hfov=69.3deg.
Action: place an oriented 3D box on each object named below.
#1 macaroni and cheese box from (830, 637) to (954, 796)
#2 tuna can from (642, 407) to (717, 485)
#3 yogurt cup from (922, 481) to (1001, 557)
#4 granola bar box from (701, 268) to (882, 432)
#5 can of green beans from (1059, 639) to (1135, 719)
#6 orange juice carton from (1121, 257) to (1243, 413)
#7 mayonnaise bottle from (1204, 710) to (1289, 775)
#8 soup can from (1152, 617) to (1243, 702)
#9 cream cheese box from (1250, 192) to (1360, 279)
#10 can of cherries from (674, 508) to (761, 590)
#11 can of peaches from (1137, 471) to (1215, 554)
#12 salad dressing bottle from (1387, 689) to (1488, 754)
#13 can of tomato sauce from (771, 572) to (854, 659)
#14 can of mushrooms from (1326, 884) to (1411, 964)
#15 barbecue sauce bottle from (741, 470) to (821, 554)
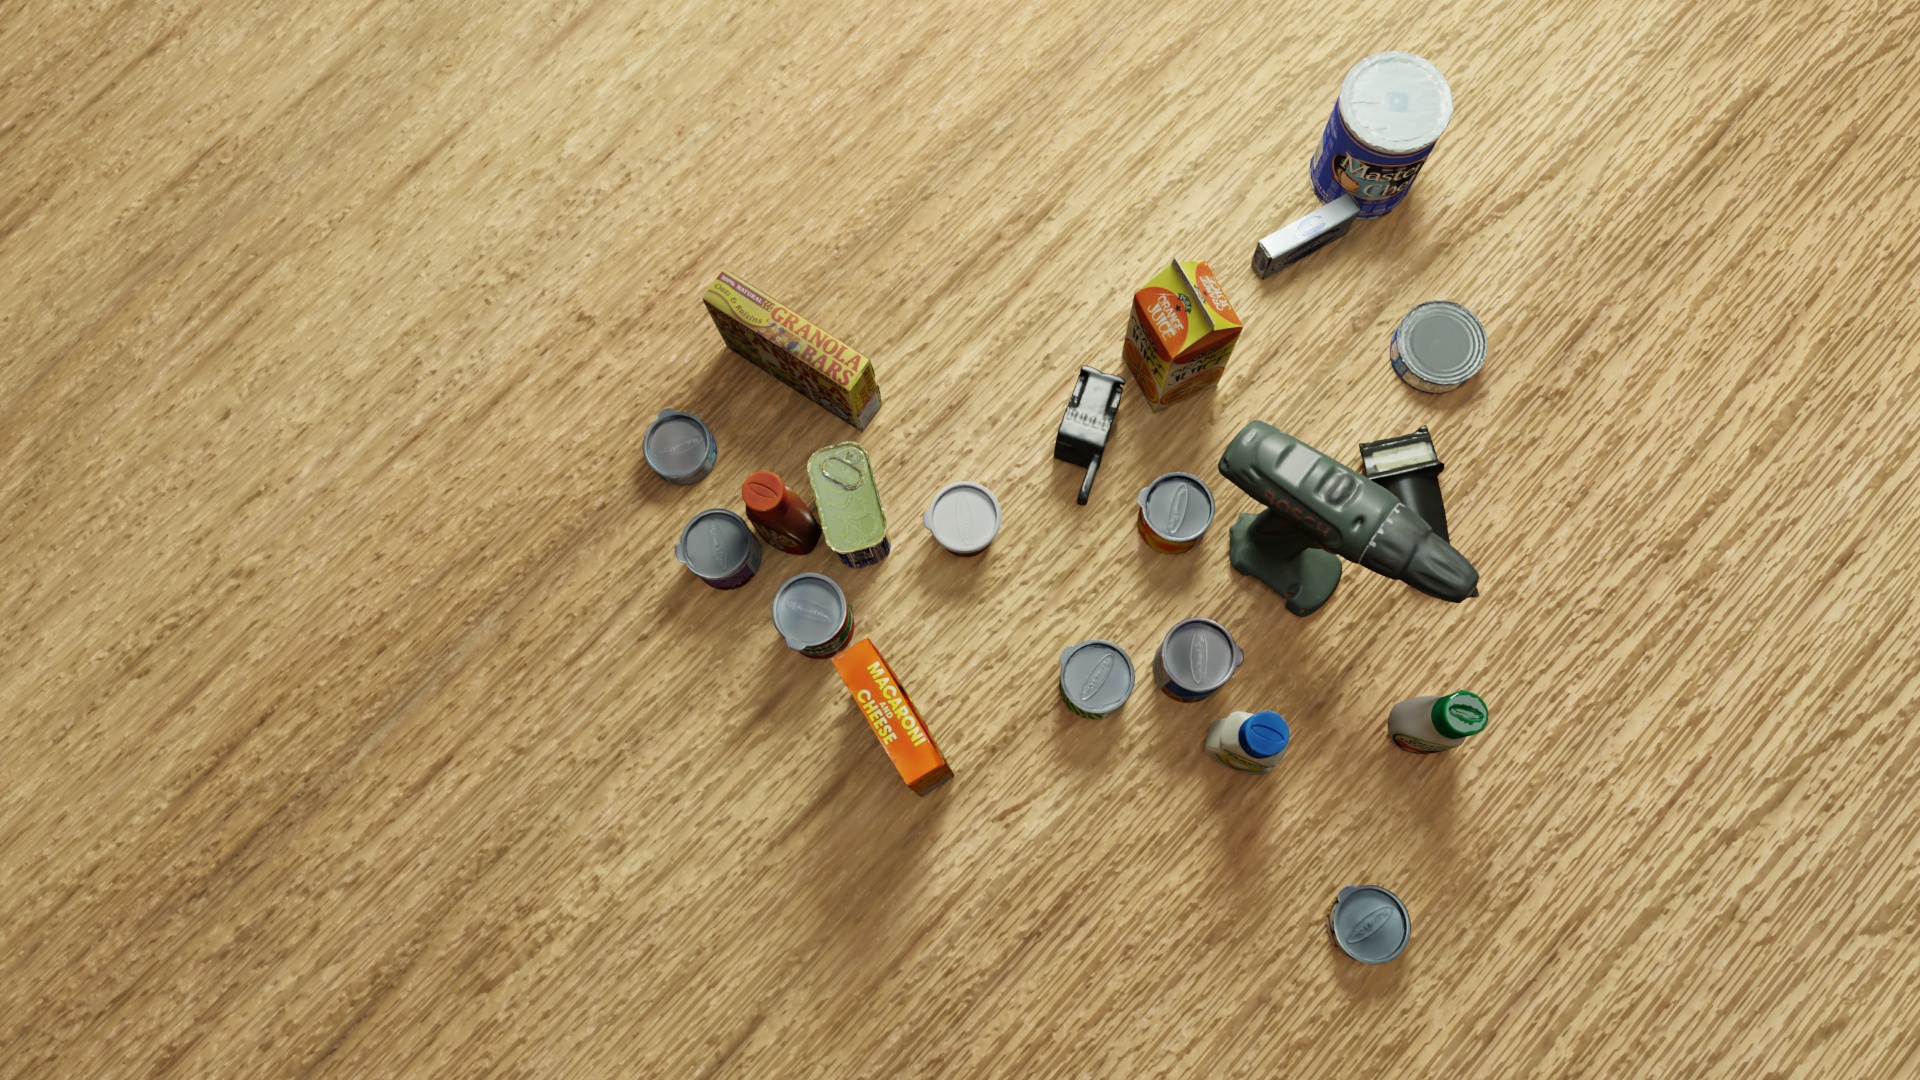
[{"bbox_3d":[-0.055,0.155,1.198,0.040,0.166,0.124,-32,77,-5],"label":"macaroni and cheese box"},{"bbox_3d":[-0.270,-0.090,1.334,0.071,0.032,0.071,0,76,2],"label":"tuna can"},{"bbox_3d":[0.005,-0.016,1.296,0.072,0.054,0.072,0,76,2],"label":"yogurt cup"},{"bbox_3d":[-0.155,-0.177,1.305,0.166,0.124,0.039,33,80,9],"label":"granola bar box"},{"bbox_3d":[0.122,0.126,1.255,0.071,0.057,0.071,0,76,2],"label":"can of green beans"},{"bbox_3d":[0.201,-0.189,1.261,0.073,0.192,0.072,-25,77,-4],"label":"orange juice carton"},{"bbox_3d":[0.250,0.173,1.193,0.065,0.147,0.041,21,78,7],"label":"mayonnaise bottle"},{"bbox_3d":[0.211,0.109,1.243,0.071,0.083,0.071,0,76,2],"label":"soup can"},{"bbox_3d":[0.336,-0.296,1.355,0.104,0.053,0.024,-29,77,-5],"label":"cream cheese box"},{"bbox_3d":[-0.225,0.009,1.295,0.071,0.058,0.071,0,76,2],"label":"can of cherries"},{"bbox_3d":[0.197,-0.025,1.290,0.071,0.058,0.071,0,76,2],"label":"can of peaches"},{"bbox_3d":[0.411,0.155,1.192,0.064,0.147,0.044,14,78,5],"label":"salad dressing bottle"},{"bbox_3d":[-0.133,0.072,1.264,0.071,0.083,0.071,0,76,2],"label":"can of tomato sauce"},{"bbox_3d":[0.353,0.332,1.209,0.071,0.033,0.071,0,76,2],"label":"can of mushrooms"},{"bbox_3d":[-0.166,-0.026,1.256,0.065,0.148,0.044,24,79,7],"label":"barbecue sauce bottle"}]
